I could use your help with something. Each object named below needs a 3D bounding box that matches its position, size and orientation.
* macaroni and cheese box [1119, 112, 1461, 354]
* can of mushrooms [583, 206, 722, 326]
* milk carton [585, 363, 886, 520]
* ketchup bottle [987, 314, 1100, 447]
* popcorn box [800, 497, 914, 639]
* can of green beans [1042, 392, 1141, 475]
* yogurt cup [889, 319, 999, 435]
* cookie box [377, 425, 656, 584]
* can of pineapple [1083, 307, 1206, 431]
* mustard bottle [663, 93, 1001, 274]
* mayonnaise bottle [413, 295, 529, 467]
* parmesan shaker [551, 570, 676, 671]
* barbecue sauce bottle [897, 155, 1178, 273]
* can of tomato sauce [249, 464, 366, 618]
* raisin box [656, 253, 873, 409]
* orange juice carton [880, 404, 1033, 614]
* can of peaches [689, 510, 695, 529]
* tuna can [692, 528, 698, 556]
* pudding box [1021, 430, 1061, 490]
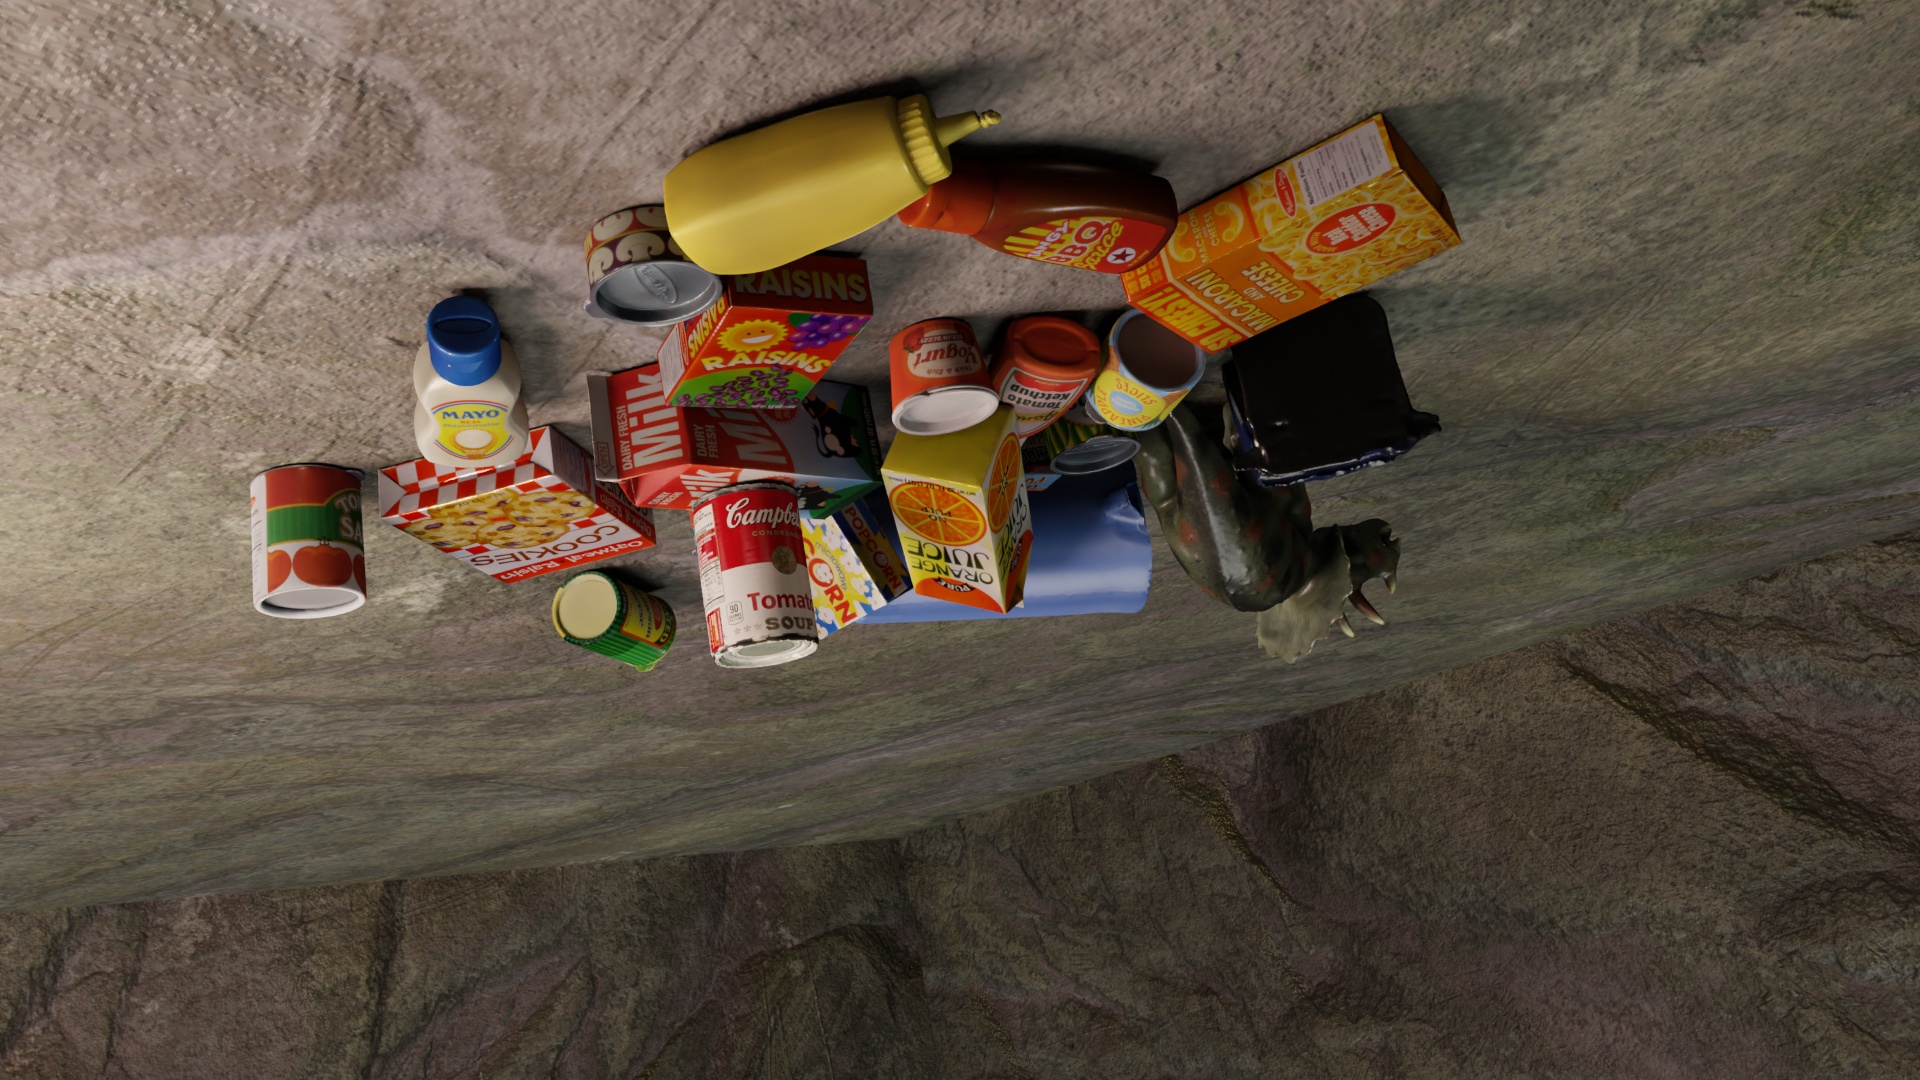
[{"bbox_3d":[0.192,-0.173,0.815,0.166,0.040,0.124,-22,160,29],"label":"macaroni and cheese box"},{"bbox_3d":[-0.159,-0.139,0.708,0.071,0.033,0.071,-11,163,-3],"label":"can of mushrooms"},{"bbox_3d":[-0.148,-0.063,0.887,0.191,0.072,0.073,5,156,-41],"label":"milk carton"},{"bbox_3d":[0.044,-0.100,0.942,0.065,0.044,0.148,8,159,-11],"label":"ketchup bottle"},{"bbox_3d":[-0.101,0.001,1.031,0.085,0.126,0.038,-29,-176,41],"label":"popcorn box"},{"bbox_3d":[0.091,-0.086,0.993,0.071,0.058,0.071,-10,162,-3],"label":"can of green beans"},{"bbox_3d":[-0.014,-0.104,0.876,0.072,0.054,0.072,-11,163,-3],"label":"yogurt cup"},{"bbox_3d":[-0.304,-0.022,0.973,0.123,0.040,0.167,-14,161,7],"label":"cookie box"},{"bbox_3d":[0.119,-0.112,0.912,0.071,0.071,0.057,-6,161,-18],"label":"can of pineapple"},{"bbox_3d":[-0.056,-0.172,0.646,0.160,0.049,0.065,-16,162,13],"label":"mustard bottle"},{"bbox_3d":[-0.277,-0.086,0.782,0.065,0.041,0.147,-4,162,-18],"label":"mayonnaise bottle"},{"bbox_3d":[-0.300,0.072,1.212,0.071,0.071,0.103,-15,162,11],"label":"parmesan shaker"},{"bbox_3d":[0.038,-0.171,0.717,0.149,0.044,0.064,1,160,-33],"label":"barbecue sauce bottle"},{"bbox_3d":[-0.418,0.001,0.896,0.071,0.083,0.071,-10,162,-3],"label":"can of tomato sauce"},{"bbox_3d":[-0.113,-0.118,0.793,0.086,0.040,0.123,-1,161,-29],"label":"raisin box"},{"bbox_3d":[0.003,-0.012,0.978,0.072,0.073,0.191,11,147,16],"label":"orange juice carton"},{"bbox_3d":[-0.161,-0.042,0.968,0.071,0.058,0.071,-11,163,-3],"label":"can of peaches"},{"bbox_3d":[-0.180,-0.012,1.093,0.071,0.033,0.071,-11,162,-3],"label":"tuna can"},{"bbox_3d":[0.029,-0.063,1.038,0.084,0.050,0.030,-1,158,-29],"label":"pudding box"}]
